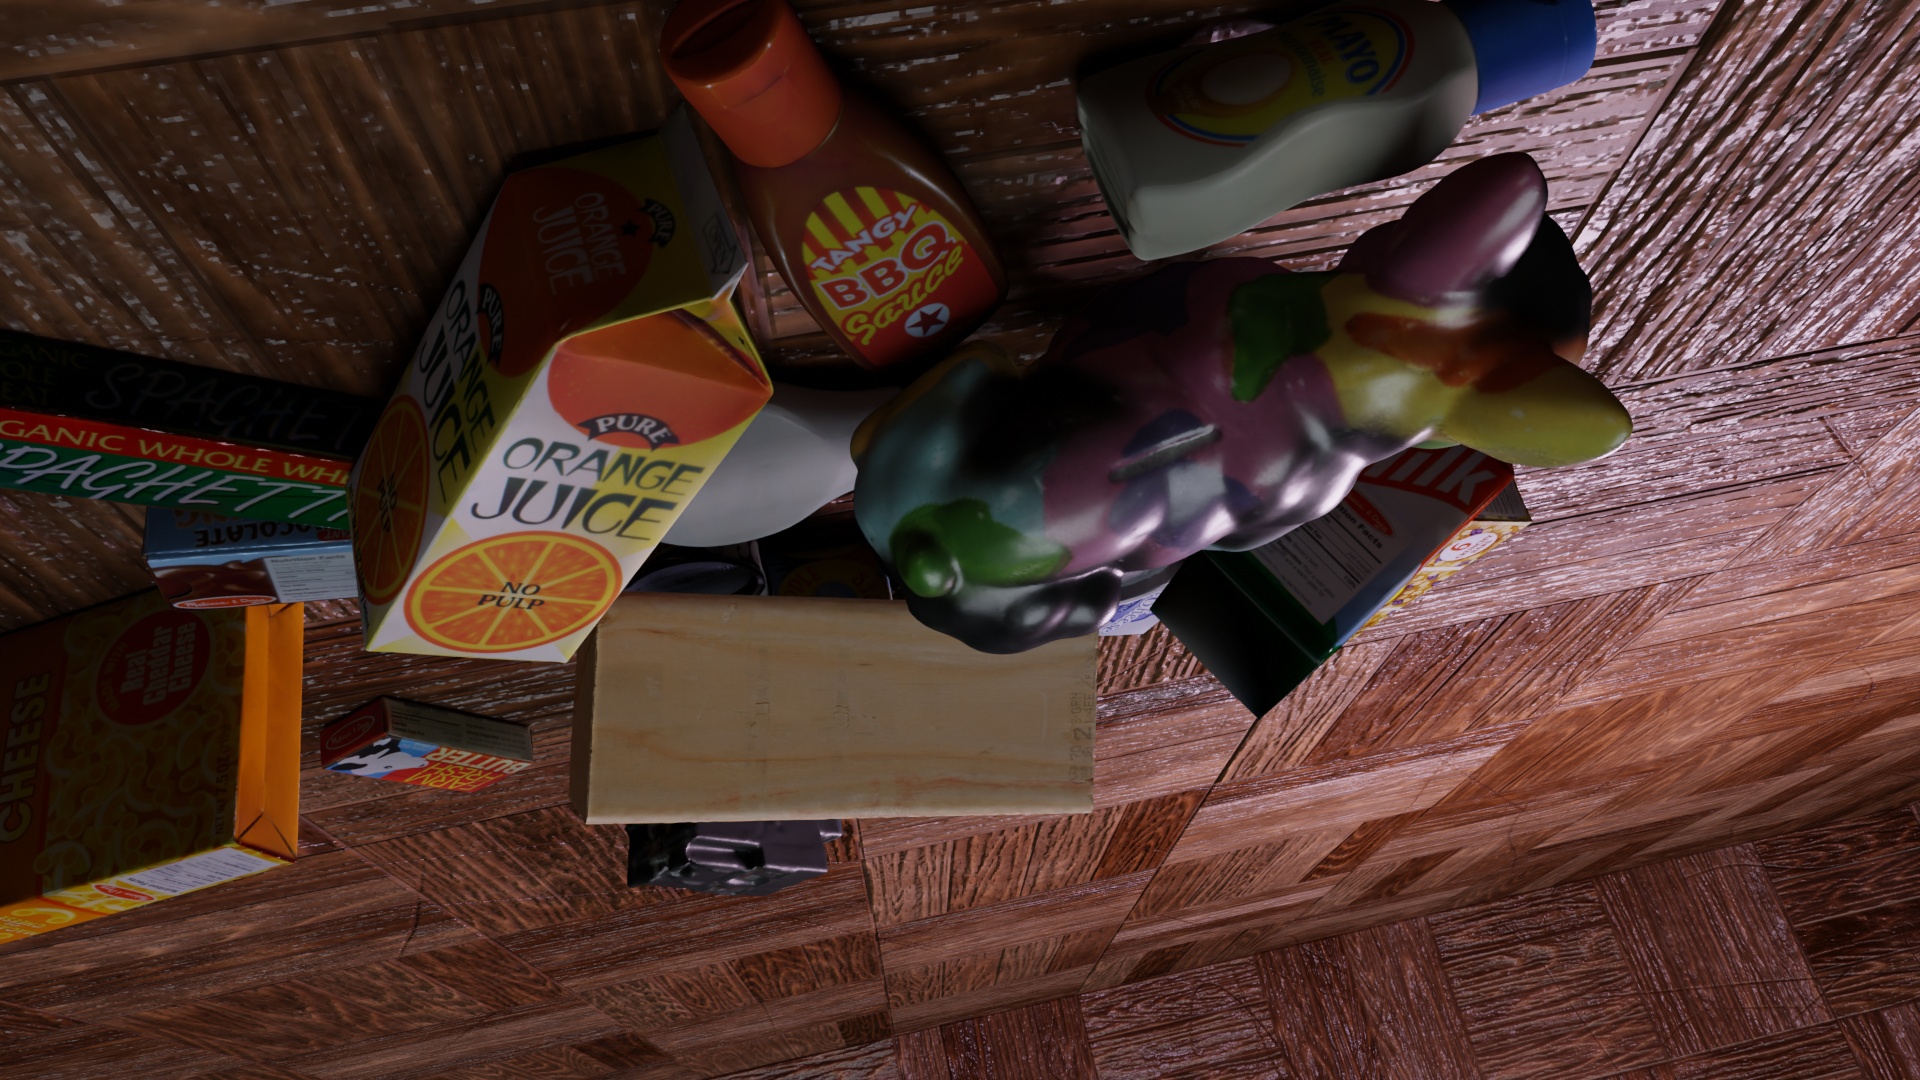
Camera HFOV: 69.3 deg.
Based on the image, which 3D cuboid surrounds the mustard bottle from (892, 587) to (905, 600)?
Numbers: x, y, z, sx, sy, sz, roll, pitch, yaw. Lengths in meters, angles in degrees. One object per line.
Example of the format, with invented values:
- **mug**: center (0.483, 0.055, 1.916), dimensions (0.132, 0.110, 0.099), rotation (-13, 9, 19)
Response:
- **mustard bottle**: center (-0.030, 0.059, 0.736), dimensions (0.049, 0.066, 0.159), rotation (39, 134, -16)

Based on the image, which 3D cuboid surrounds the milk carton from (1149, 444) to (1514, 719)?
- **milk carton**: center (0.185, -0.009, 0.648), dimensions (0.191, 0.073, 0.072), rotation (-37, 165, -25)

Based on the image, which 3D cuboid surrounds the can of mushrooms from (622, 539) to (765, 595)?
- **can of mushrooms**: center (-0.124, 0.009, 0.625), dimensions (0.071, 0.033, 0.070), rotation (-11, 155, -5)

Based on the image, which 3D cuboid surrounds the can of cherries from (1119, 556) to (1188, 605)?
- **can of cherries**: center (0.067, -0.006, 0.662), dimensions (0.071, 0.058, 0.071), rotation (-12, 155, -5)

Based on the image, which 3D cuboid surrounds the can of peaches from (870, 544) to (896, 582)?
- **can of peaches**: center (0.002, -0.008, 0.611), dimensions (0.058, 0.071, 0.071), rotation (10, 146, -42)

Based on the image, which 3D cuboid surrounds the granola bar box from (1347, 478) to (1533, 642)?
- **granola bar box**: center (0.221, 0.012, 0.799), dimensions (0.124, 0.039, 0.164), rotation (2, 150, -29)

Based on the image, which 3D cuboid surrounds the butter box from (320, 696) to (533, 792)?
- **butter box**: center (-0.293, 0.115, 0.769), dimensions (0.053, 0.024, 0.103), rotation (-26, 152, 23)

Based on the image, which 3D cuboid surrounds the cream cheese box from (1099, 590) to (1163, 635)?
- **cream cheese box**: center (0.105, 0.022, 0.778), dimensions (0.053, 0.024, 0.103), rotation (-1, 152, -28)

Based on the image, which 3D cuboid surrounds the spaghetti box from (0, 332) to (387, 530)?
- **spaghetti box**: center (-0.230, -0.028, 0.500), dimensions (0.250, 0.029, 0.050), rotation (10, 145, -40)

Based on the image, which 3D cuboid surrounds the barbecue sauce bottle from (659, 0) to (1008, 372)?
- **barbecue sauce bottle**: center (-0.037, -0.106, 0.419), dimensions (0.065, 0.044, 0.148), rotation (-29, 152, 9)

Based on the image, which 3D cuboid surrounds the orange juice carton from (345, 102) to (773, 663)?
- **orange juice carton**: center (-0.124, -0.044, 0.438), dimensions (0.073, 0.072, 0.191), rotation (9, 137, -41)

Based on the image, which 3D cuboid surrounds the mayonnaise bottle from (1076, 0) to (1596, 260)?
- **mayonnaise bottle**: center (0.113, -0.134, 0.421), dimensions (0.148, 0.065, 0.041), rotation (-18, 146, 0)

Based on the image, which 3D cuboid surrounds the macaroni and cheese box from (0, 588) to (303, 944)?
- **macaroni and cheese box**: center (-0.357, 0.090, 0.569), dimensions (0.166, 0.124, 0.040), rotation (-16, 151, 5)

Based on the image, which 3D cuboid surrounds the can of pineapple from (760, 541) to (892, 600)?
- **can of pineapple**: center (-0.066, 0.035, 0.669), dimensions (0.058, 0.071, 0.070), rotation (-7, 154, -16)

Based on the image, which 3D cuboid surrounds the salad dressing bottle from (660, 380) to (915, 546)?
- **salad dressing bottle**: center (-0.057, -0.037, 0.546), dimensions (0.148, 0.044, 0.064), rotation (-12, 121, -14)

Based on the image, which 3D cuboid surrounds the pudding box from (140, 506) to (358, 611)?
- **pudding box**: center (-0.268, 0.002, 0.543), dimensions (0.084, 0.030, 0.049), rotation (-5, 154, -18)
